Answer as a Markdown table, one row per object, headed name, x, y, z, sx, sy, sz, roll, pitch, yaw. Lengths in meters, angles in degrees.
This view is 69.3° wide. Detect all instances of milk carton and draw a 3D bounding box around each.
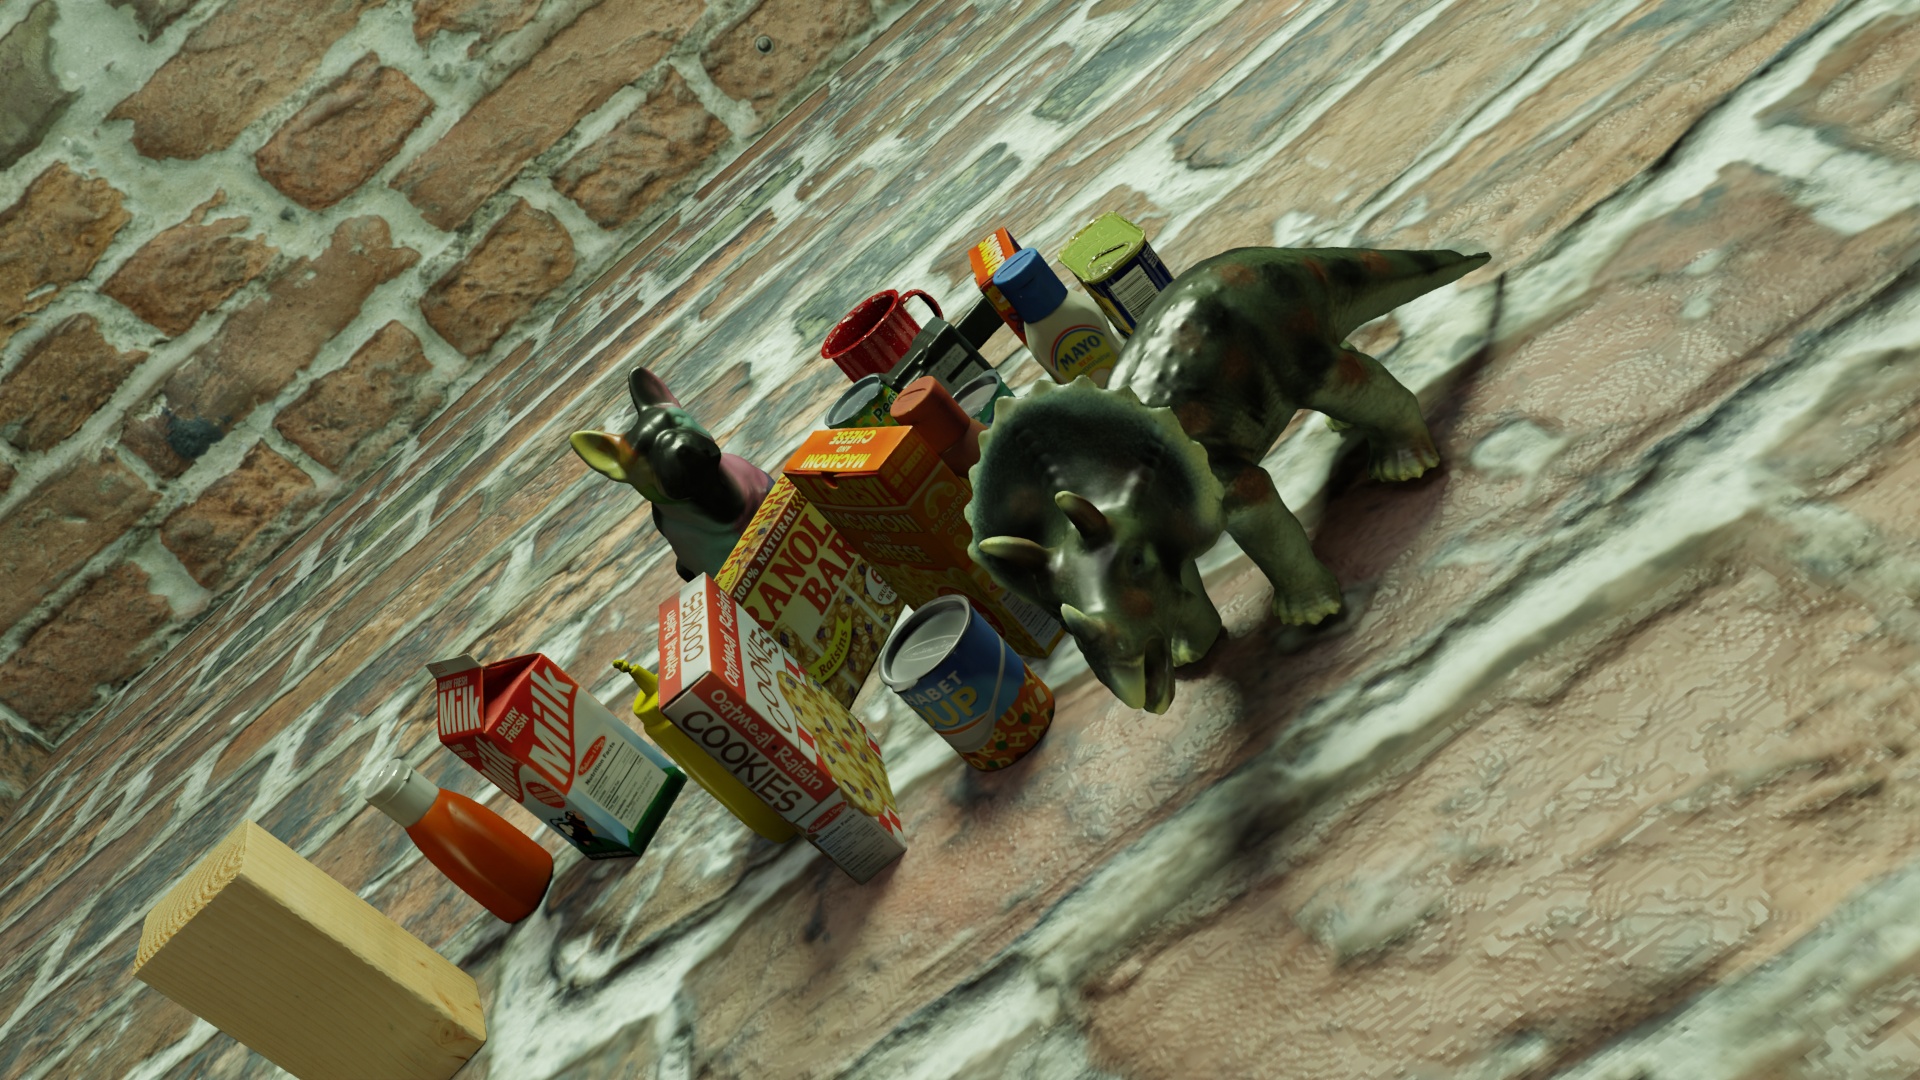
| name | x | y | z | sx | sy | sz | roll | pitch | yaw |
| --- | --- | --- | --- | --- | --- | --- | --- | --- | --- |
| milk carton | -0.298 | 0.146 | 1.000 | 0.072 | 0.190 | 0.074 | -16 | 36 | 44 |

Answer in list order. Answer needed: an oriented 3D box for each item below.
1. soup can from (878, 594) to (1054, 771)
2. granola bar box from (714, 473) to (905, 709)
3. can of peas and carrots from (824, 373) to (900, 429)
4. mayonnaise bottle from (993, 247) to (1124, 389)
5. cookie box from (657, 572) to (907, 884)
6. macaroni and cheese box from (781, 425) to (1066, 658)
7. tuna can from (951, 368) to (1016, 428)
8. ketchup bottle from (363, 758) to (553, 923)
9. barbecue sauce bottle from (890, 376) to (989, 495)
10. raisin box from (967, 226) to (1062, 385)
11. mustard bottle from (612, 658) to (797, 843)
| name | x | y | z | sx | sy | sz | roll | pitch | yaw |
| --- | --- | --- | --- | --- | --- | --- | --- | --- | --- |
| soup can | 0.003 | 0.084 | 0.797 | 0.071 | 0.083 | 0.072 | -33 | 27 | 19 |
| granola bar box | -0.110 | 0.048 | 0.966 | 0.039 | 0.124 | 0.166 | -15 | 36 | 44 |
| can of peas and carrots | -0.075 | -0.105 | 1.229 | 0.071 | 0.058 | 0.071 | -33 | 27 | 19 |
| mayonnaise bottle | 0.080 | -0.134 | 0.954 | 0.064 | 0.147 | 0.041 | -37 | 26 | 12 |
| cookie box | -0.108 | 0.109 | 0.817 | 0.040 | 0.167 | 0.123 | -39 | 26 | 6 |
| macaroni and cheese box | -0.021 | 0.001 | 0.864 | 0.040 | 0.166 | 0.123 | -52 | 27 | -20 |
| tuna can | 0.016 | -0.104 | 1.128 | 0.071 | 0.032 | 0.071 | -32 | 27 | 19 |
| ketchup bottle | -0.374 | 0.221 | 1.037 | 0.043 | 0.148 | 0.065 | -33 | 27 | 19 |
| barbecue sauce bottle | 0.014 | -0.043 | 0.903 | 0.064 | 0.148 | 0.044 | -10 | 40 | 48 |
| raisin box | 0.060 | -0.175 | 1.073 | 0.040 | 0.123 | 0.086 | -36 | 26 | 14 |
| mustard bottle | -0.156 | 0.124 | 0.870 | 0.049 | 0.160 | 0.065 | -44 | 26 | -3 |
